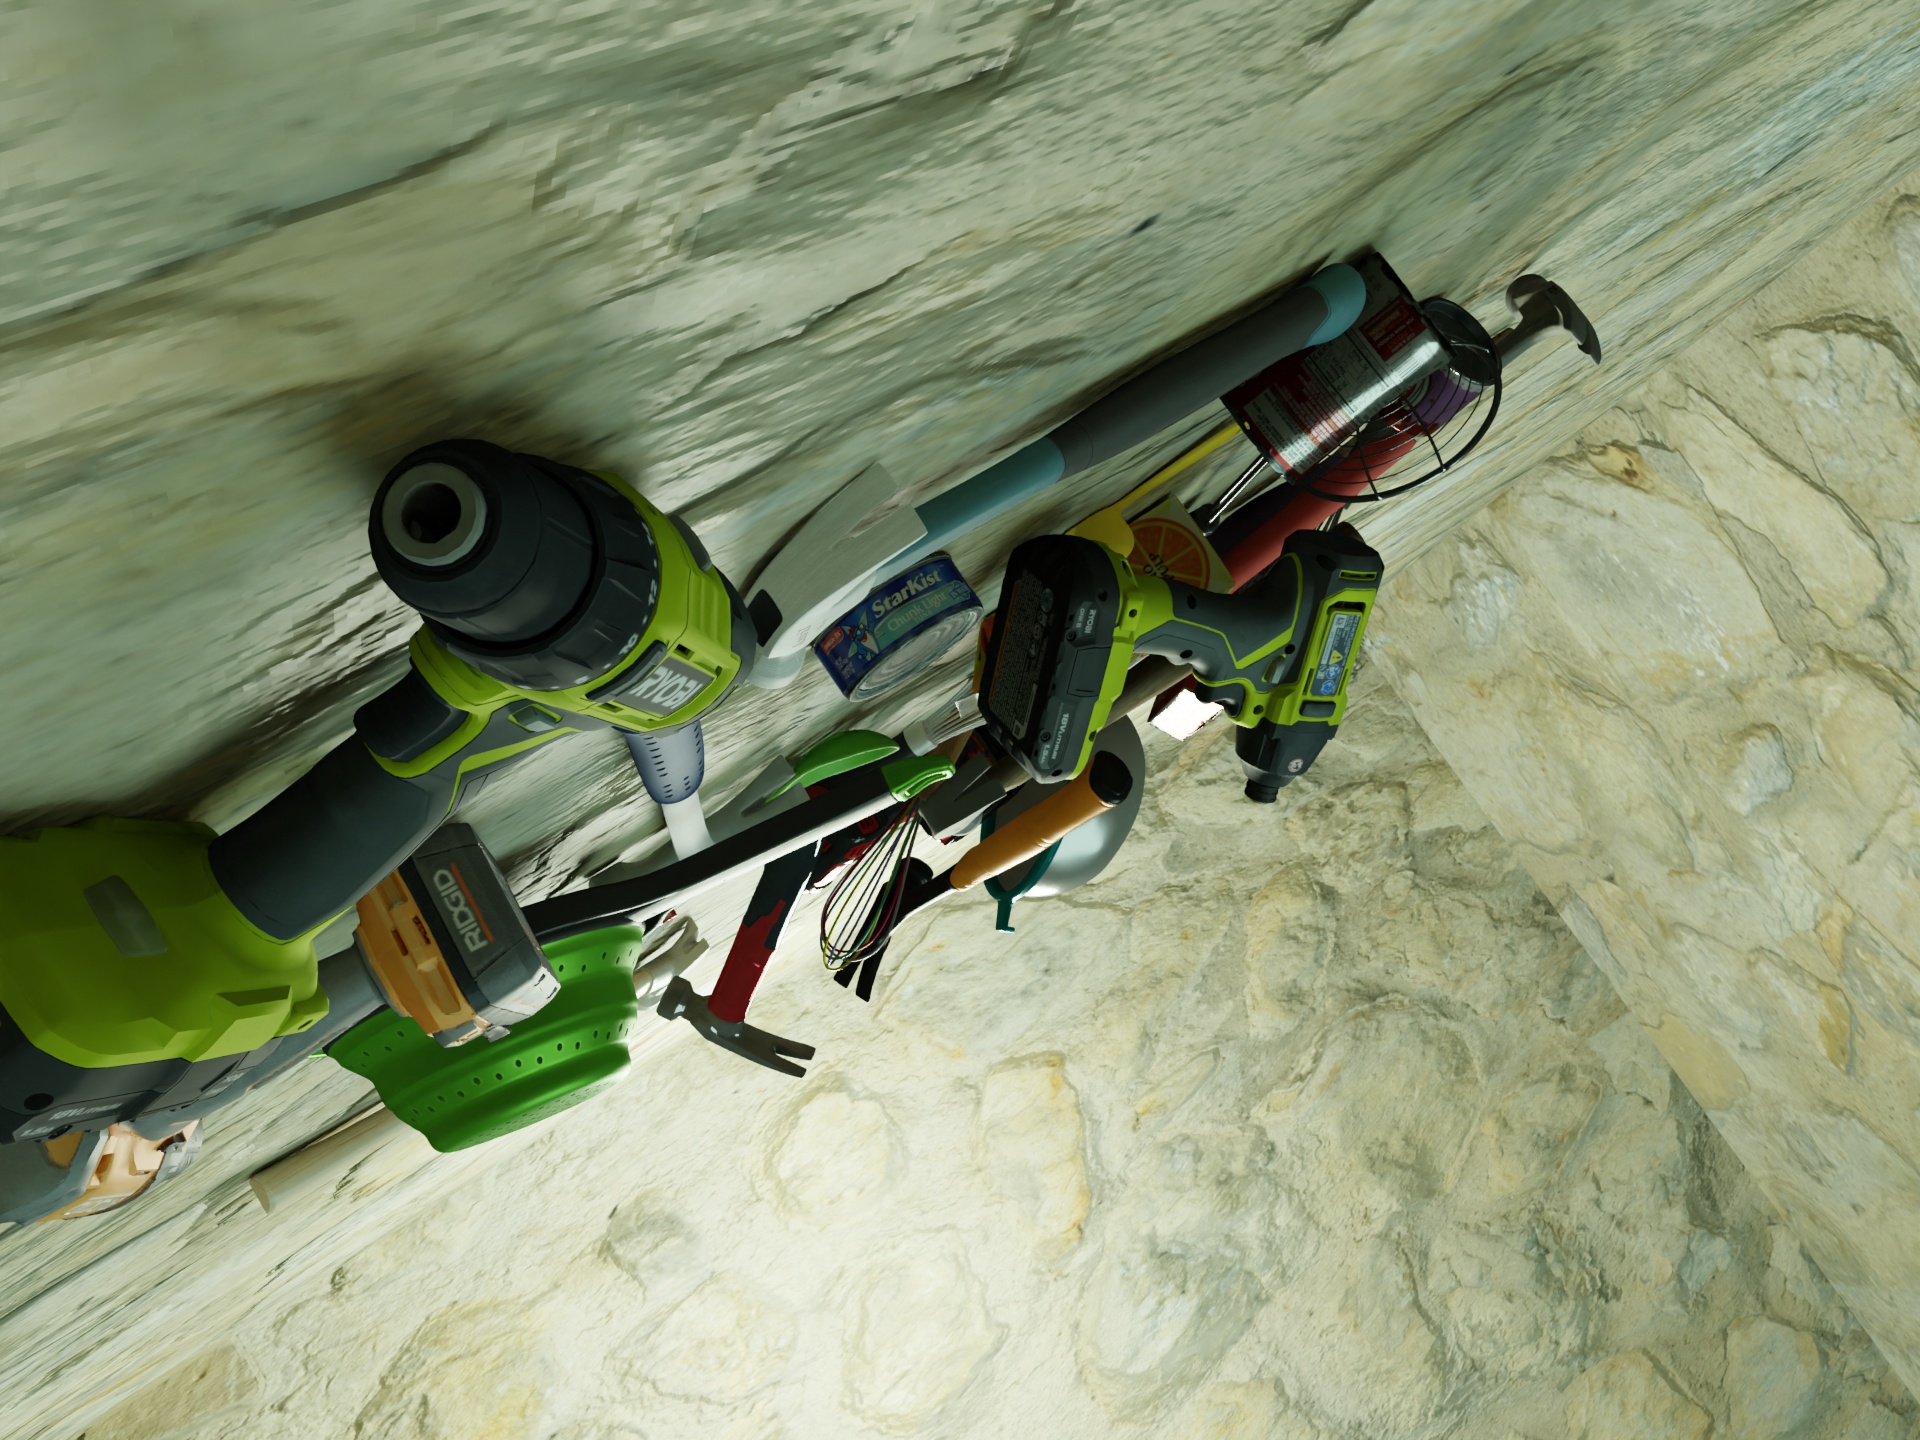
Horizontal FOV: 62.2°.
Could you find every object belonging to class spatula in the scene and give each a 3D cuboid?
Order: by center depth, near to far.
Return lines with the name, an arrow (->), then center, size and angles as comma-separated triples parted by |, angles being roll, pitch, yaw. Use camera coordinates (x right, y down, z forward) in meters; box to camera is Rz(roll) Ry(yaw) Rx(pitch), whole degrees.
spatula -> 0.315, -0.218, 1.243 | 0.316, 0.018, 0.060 | -36, -152, -10

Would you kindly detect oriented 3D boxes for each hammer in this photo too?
hammer -> 0.049, -0.120, 0.699 | 0.331, 0.033, 0.128 | -32, 173, -20
hammer -> -0.141, 0.031, 0.814 | 0.144, 0.035, 0.405 | -32, 172, -13
hammer -> 0.115, -0.024, 1.015 | 0.331, 0.031, 0.130 | -34, 173, 4
hammer -> 0.273, -0.167, 1.106 | 0.359, 0.036, 0.149 | -39, -162, 24
hammer -> 0.014, 0.106, 1.148 | 0.337, 0.034, 0.127 | -38, -161, 51
hammer -> -0.143, 0.173, 1.260 | 0.038, 0.143, 0.386 | -66, -177, -39
hammer -> -0.388, 0.284, 1.327 | 0.410, 0.038, 0.146 | -27, 168, -44

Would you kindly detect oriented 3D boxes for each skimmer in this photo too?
skimmer -> 0.210, -0.141, 1.036 | 0.127, 0.090, 0.363 | -65, -173, -22

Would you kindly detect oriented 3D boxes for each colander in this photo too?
colander -> -0.171, 0.136, 0.858 | 0.397, 0.094, 0.204 | -25, 169, 2

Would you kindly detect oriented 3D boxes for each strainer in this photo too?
strainer -> 0.123, 0.015, 1.319 | 0.211, 0.095, 0.340 | -94, -153, -52

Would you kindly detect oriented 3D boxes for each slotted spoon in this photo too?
slotted spoon -> -0.180, 0.090, 1.049 | 0.314, 0.031, 0.070 | -33, 172, 1

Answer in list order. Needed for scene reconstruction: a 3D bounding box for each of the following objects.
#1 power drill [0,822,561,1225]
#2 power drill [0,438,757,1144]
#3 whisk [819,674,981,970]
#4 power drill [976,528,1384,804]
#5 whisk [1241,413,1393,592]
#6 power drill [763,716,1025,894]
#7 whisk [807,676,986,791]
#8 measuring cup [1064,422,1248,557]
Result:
power drill -> -0.291, 0.138, 0.681 | 0.226, 0.084, 0.185 | -28, 171, -15
power drill -> -0.169, 0.013, 0.436 | 0.228, 0.080, 0.190 | -37, 173, 1
whisk -> -0.039, 0.076, 1.179 | 0.245, 0.047, 0.051 | -62, -150, -1
power drill -> 0.131, -0.028, 0.928 | 0.223, 0.080, 0.171 | 1, 115, -27
whisk -> 0.282, -0.162, 1.183 | 0.239, 0.055, 0.055 | -57, 167, 13
power drill -> -0.062, 0.078, 1.300 | 0.219, 0.078, 0.143 | -22, 165, -45
whisk -> -0.001, -0.003, 1.137 | 0.284, 0.070, 0.070 | -32, 173, 14
measuring cup -> 0.118, -0.128, 0.946 | 0.156, 0.029, 0.062 | -35, 173, 12
